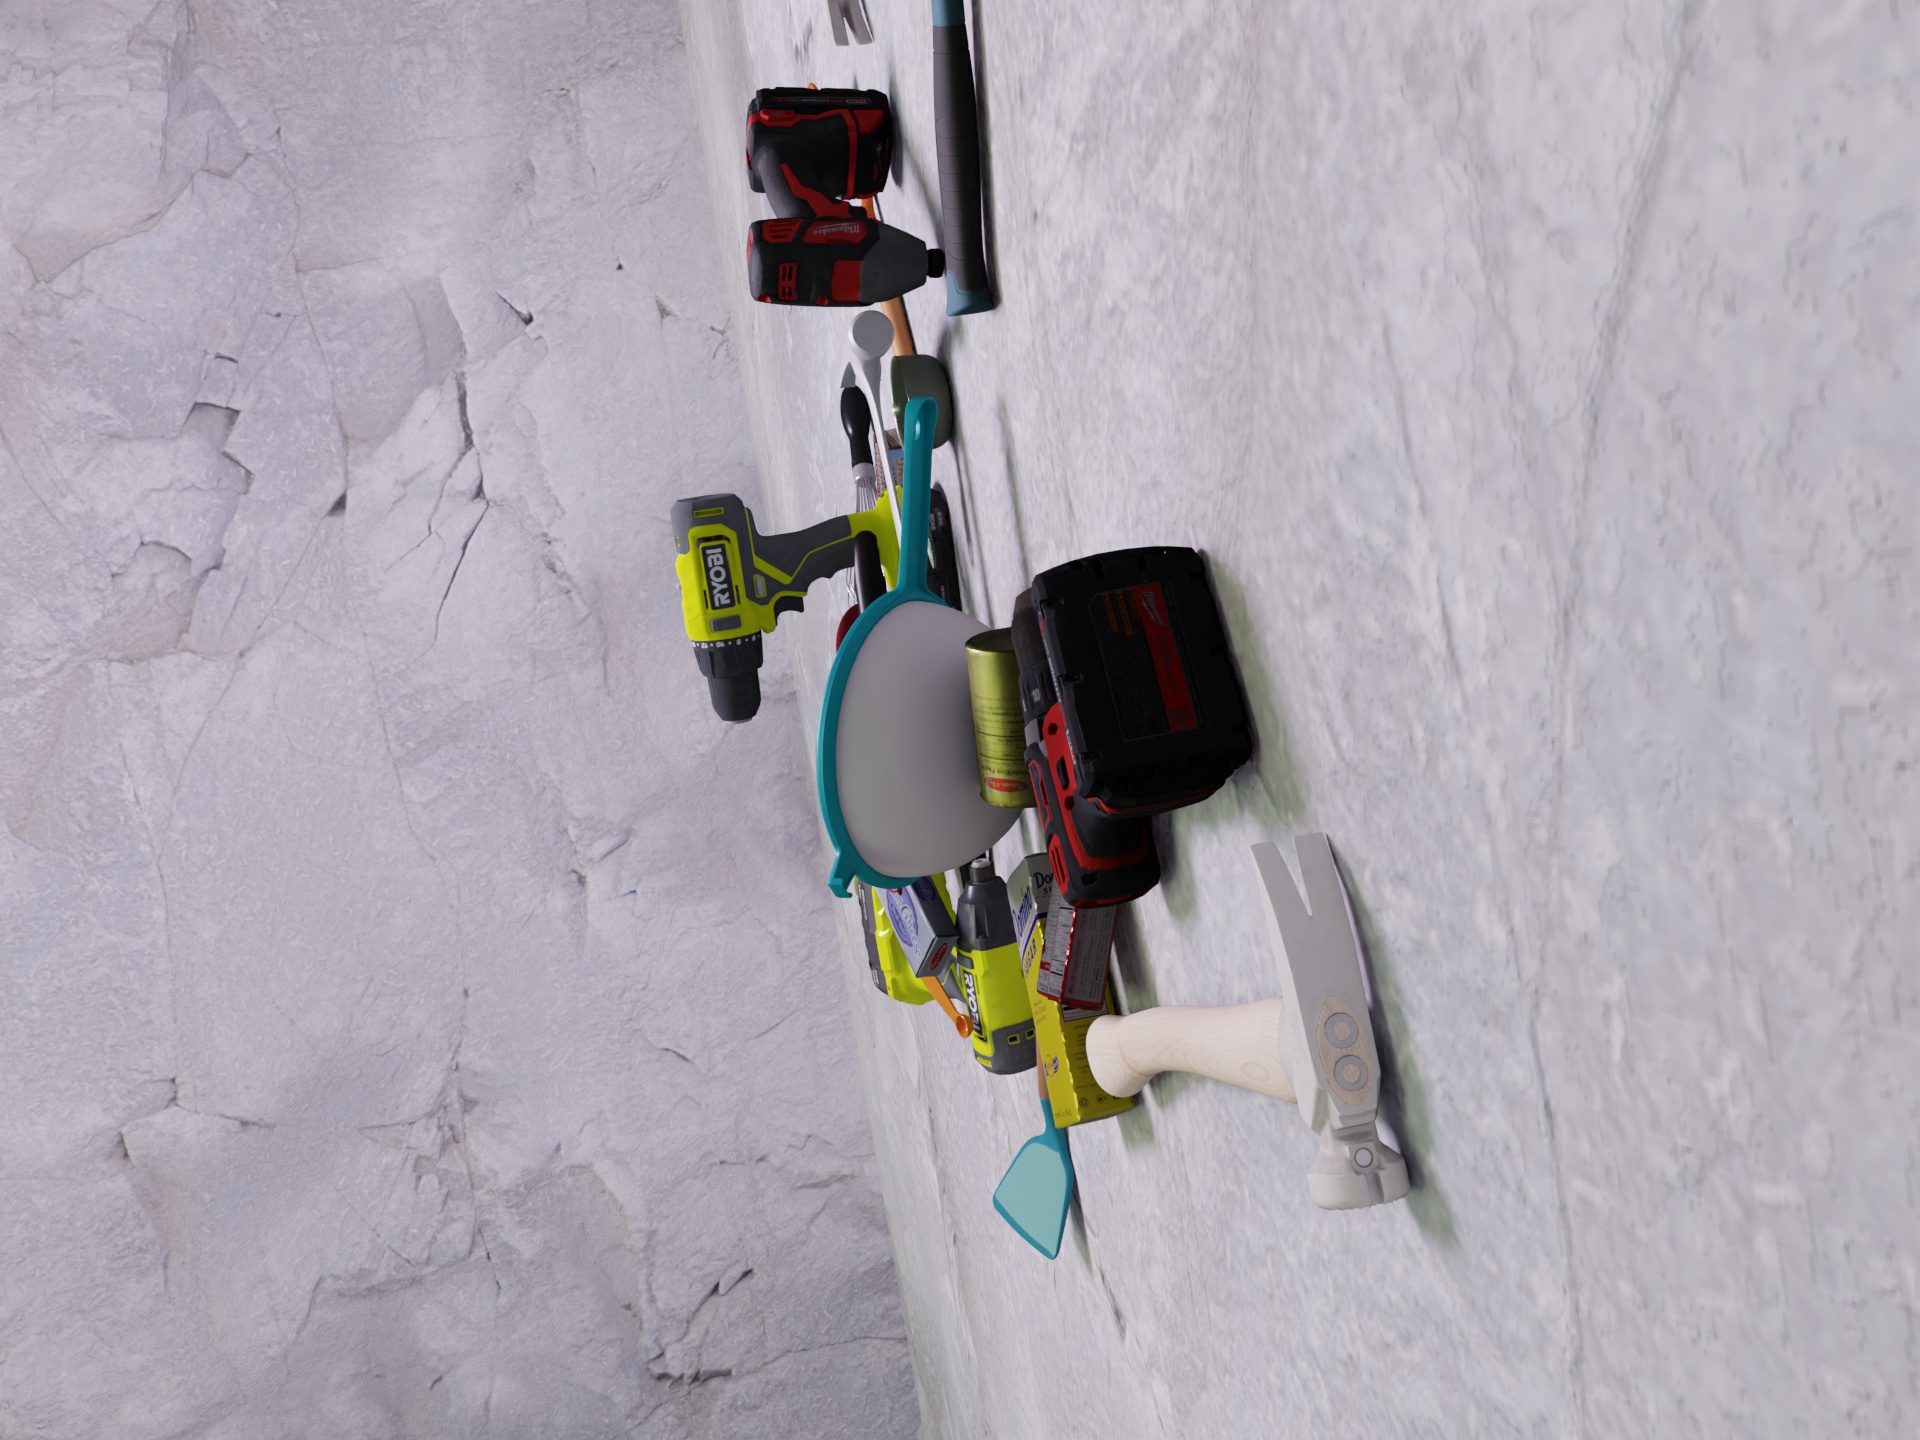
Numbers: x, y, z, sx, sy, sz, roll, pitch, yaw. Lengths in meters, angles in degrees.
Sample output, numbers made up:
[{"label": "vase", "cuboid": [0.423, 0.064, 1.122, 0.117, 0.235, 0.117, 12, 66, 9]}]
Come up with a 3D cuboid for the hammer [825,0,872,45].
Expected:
[{"label": "hammer", "cuboid": [-0.066, -0.560, 1.161, 0.332, 0.031, 0.130, -120, 23, -62]}]

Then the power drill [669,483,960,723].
[{"label": "power drill", "cuboid": [-0.121, -0.105, 1.341, 0.080, 0.228, 0.190, -137, 38, -74]}]

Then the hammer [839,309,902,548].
[{"label": "hammer", "cuboid": [-0.037, -0.102, 1.230, 0.144, 0.035, 0.405, -164, 62, -81]}]

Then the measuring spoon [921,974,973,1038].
[{"label": "measuring spoon", "cuboid": [-0.017, 0.216, 1.300, 0.117, 0.011, 0.021, 50, 139, 45]}]

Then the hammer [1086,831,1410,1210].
[{"label": "hammer", "cuboid": [0.120, 0.155, 0.816, 0.410, 0.038, 0.146, 125, 136, -76]}]

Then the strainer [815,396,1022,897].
[{"label": "strainer", "cuboid": [-0.001, -0.047, 1.084, 0.211, 0.095, 0.340, -12, -74, -60]}]

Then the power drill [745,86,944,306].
[{"label": "power drill", "cuboid": [-0.093, -0.392, 1.206, 0.078, 0.143, 0.220, 98, 167, -48]}]

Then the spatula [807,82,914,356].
[{"label": "spatula", "cuboid": [-0.081, -0.403, 1.373, 0.081, 0.041, 0.323, 107, 150, -67]}]

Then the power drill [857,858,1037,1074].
[{"label": "power drill", "cuboid": [-0.006, 0.187, 1.351, 0.223, 0.080, 0.171, 11, 112, 63]}]

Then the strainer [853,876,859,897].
[{"label": "strainer", "cuboid": [-0.050, 0.103, 1.478, 0.256, 0.069, 0.151, 48, -118, -78]}]

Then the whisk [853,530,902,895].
[{"label": "whisk", "cuboid": [-0.061, -0.008, 1.273, 0.073, 0.073, 0.296, 139, 125, -78]}]

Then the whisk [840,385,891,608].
[{"label": "whisk", "cuboid": [-0.092, -0.218, 1.587, 0.070, 0.070, 0.285, 103, 160, -65]}]

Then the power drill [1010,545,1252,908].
[{"label": "power drill", "cuboid": [0.071, -0.013, 0.823, 0.226, 0.080, 0.188, 101, 157, -71]}]

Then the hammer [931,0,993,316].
[{"label": "hammer", "cuboid": [-0.006, -0.409, 0.969, 0.128, 0.033, 0.330, -119, 22, -60]}]

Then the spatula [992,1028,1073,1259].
[{"label": "spatula", "cuboid": [0.061, 0.276, 1.237, 0.082, 0.044, 0.317, 31, 133, 45]}]

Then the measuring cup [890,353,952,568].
[{"label": "measuring cup", "cuboid": [-0.022, -0.205, 1.249, 0.083, 0.038, 0.167, -156, 54, -78]}]

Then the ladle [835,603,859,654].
[{"label": "ladle", "cuboid": [-0.078, -0.038, 1.593, 0.315, 0.031, 0.069, 70, -140, -71]}]
